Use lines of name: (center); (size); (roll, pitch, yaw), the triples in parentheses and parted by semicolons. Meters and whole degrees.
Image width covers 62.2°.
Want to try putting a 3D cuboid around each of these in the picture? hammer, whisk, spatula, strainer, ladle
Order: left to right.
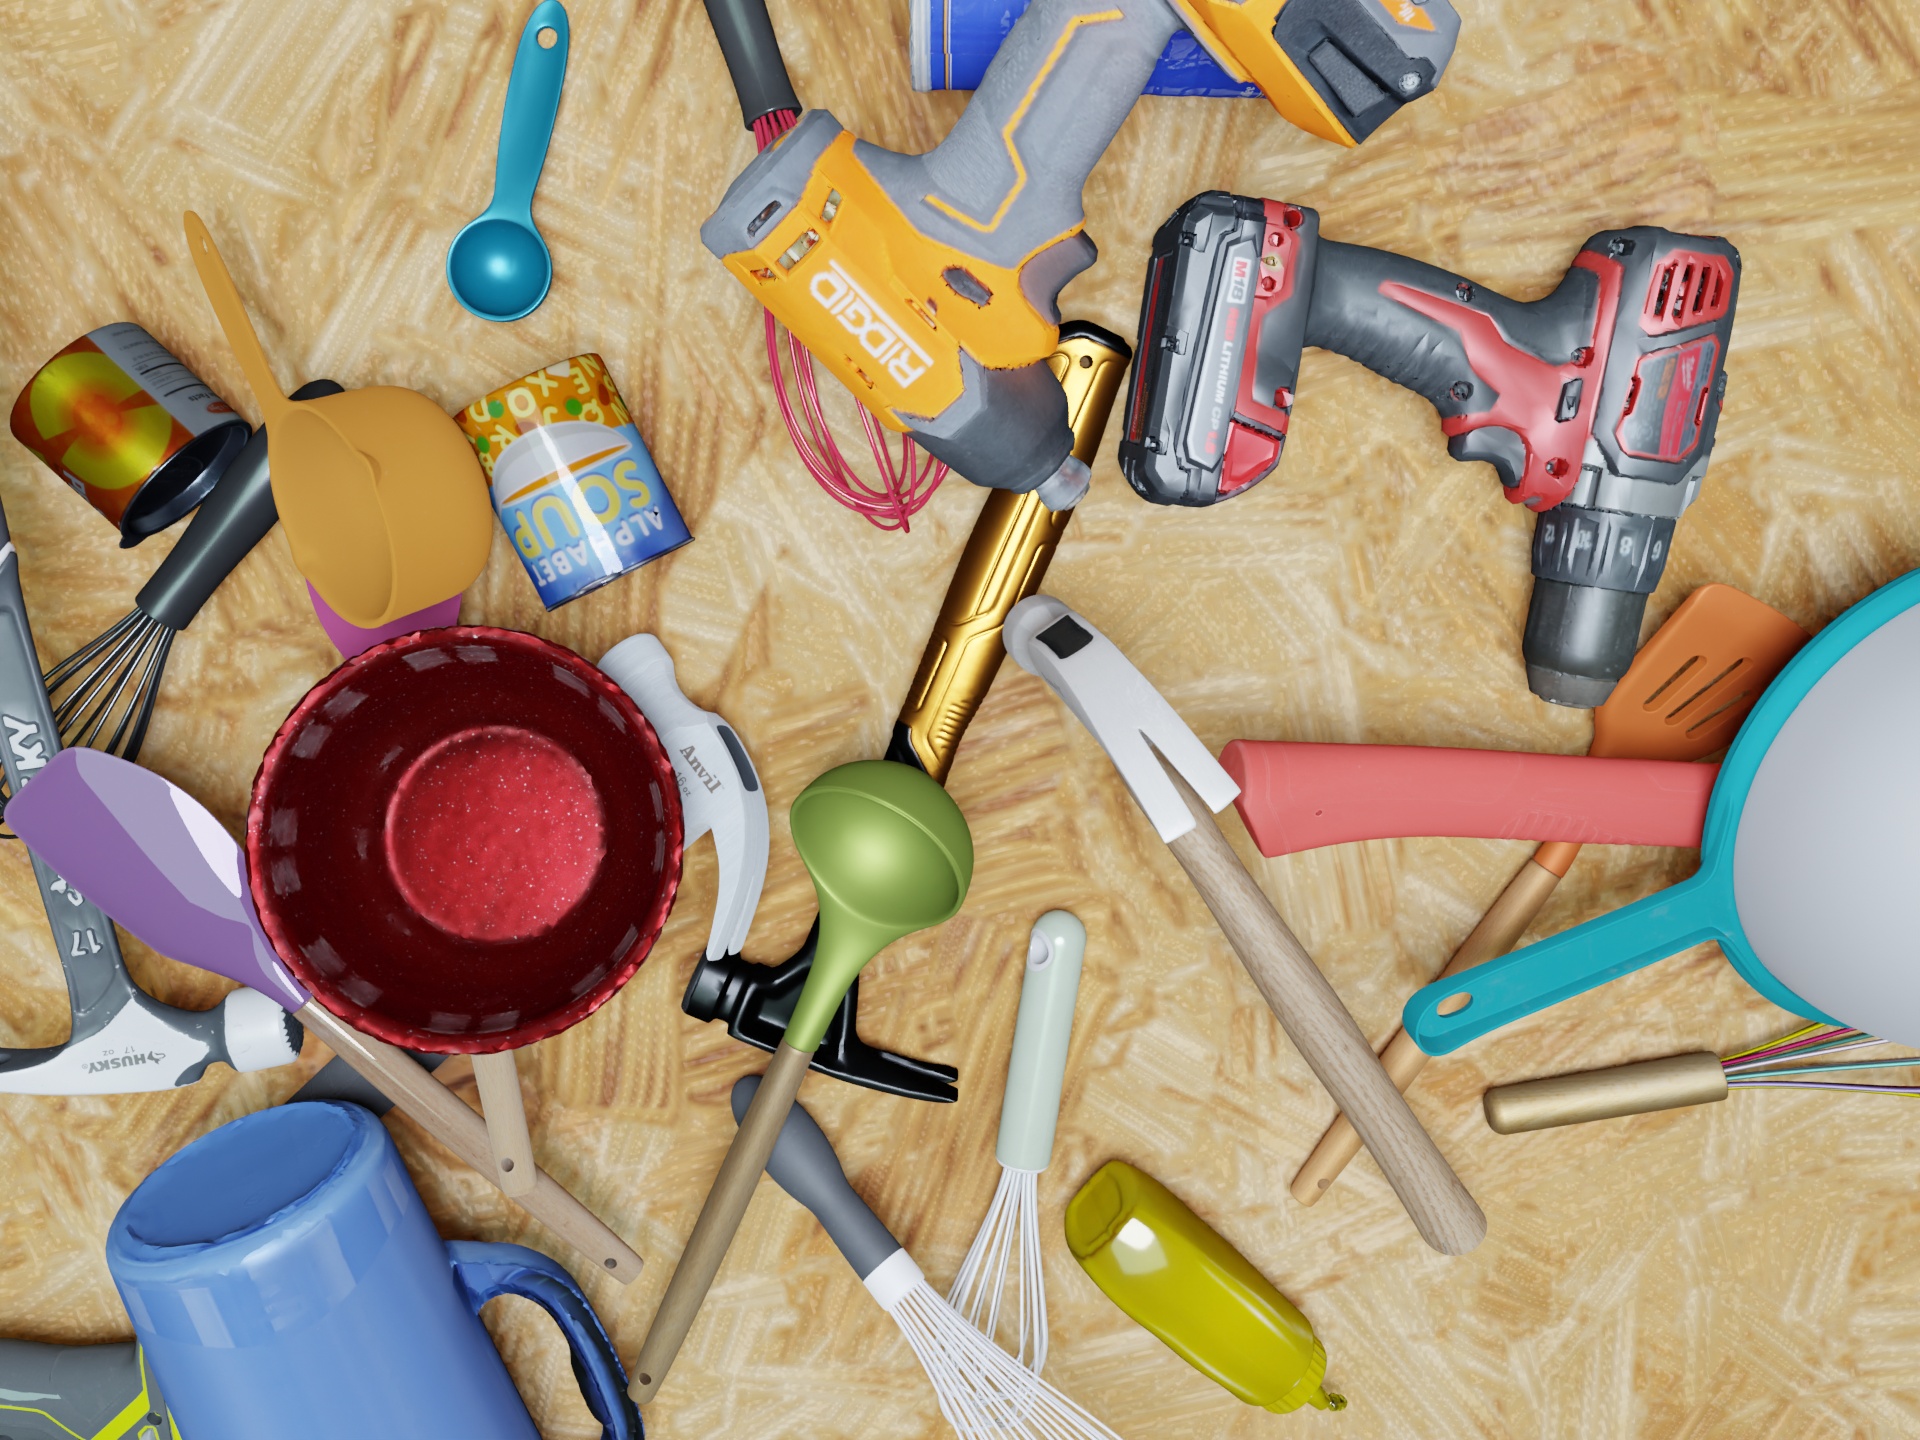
hammer: (-0.371, -0.036, 0.602); (0.149, 0.036, 0.408); (-9, 109, -10)
whisk: (-0.328, -0.045, 0.659); (0.055, 0.055, 0.239); (39, 96, -7)
spatula: (-0.244, 0.128, 0.646); (0.060, 0.018, 0.315); (-42, 106, 5)
hammer: (-0.215, 0.116, 0.686); (0.331, 0.033, 0.128); (-41, 79, 11)
ladle: (-0.081, 0.160, 0.658); (0.078, 0.062, 0.320); (27, 103, 9)
whisk: (-0.066, -0.214, 0.615); (0.073, 0.073, 0.296); (-18, 95, 4)
whisk: (-0.008, 0.263, 0.671); (0.070, 0.070, 0.285); (-46, 73, 9)
hammer: (-0.001, -0.002, 0.668); (0.127, 0.034, 0.337); (22, 101, -3)
whisk: (0.027, 0.203, 0.708); (0.059, 0.058, 0.246); (3, 100, -35)
hammer: (0.126, 0.096, 0.631); (0.031, 0.130, 0.331); (-36, 110, -1)
spatula: (0.240, 0.086, 0.680); (0.081, 0.041, 0.322); (29, 102, -18)
hammer: (0.279, 0.024, 0.628); (0.359, 0.037, 0.149); (4, 113, -11)
whisk: (0.354, 0.155, 0.693); (0.245, 0.051, 0.047); (-11, 107, 6)
strainer: (0.337, 0.071, 0.586); (0.340, 0.095, 0.210); (-22, 115, -1)

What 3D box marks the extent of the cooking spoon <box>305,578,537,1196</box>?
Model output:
cooking spoon: (-0.215, 0.038, 0.657); (0.069, 0.017, 0.319); (-13, 87, 4)

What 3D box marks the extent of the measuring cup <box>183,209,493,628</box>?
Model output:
measuring cup: (-0.239, -0.122, 0.613); (0.095, 0.052, 0.173); (-29, 87, 49)

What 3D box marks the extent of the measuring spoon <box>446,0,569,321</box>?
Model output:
measuring spoon: (-0.174, -0.222, 0.638); (0.042, 0.021, 0.128); (12, 92, -1)

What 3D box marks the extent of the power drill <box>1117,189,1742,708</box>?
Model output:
power drill: (0.181, -0.108, 0.626); (0.226, 0.080, 0.188); (7, 102, -4)

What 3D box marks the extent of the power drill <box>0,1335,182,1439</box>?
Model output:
power drill: (-0.409, 0.332, 0.721); (0.223, 0.080, 0.171); (-4, 101, -2)

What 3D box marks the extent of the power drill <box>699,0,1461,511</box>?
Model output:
power drill: (0.045, -0.180, 0.528); (0.226, 0.084, 0.164); (-37, 112, 24)
